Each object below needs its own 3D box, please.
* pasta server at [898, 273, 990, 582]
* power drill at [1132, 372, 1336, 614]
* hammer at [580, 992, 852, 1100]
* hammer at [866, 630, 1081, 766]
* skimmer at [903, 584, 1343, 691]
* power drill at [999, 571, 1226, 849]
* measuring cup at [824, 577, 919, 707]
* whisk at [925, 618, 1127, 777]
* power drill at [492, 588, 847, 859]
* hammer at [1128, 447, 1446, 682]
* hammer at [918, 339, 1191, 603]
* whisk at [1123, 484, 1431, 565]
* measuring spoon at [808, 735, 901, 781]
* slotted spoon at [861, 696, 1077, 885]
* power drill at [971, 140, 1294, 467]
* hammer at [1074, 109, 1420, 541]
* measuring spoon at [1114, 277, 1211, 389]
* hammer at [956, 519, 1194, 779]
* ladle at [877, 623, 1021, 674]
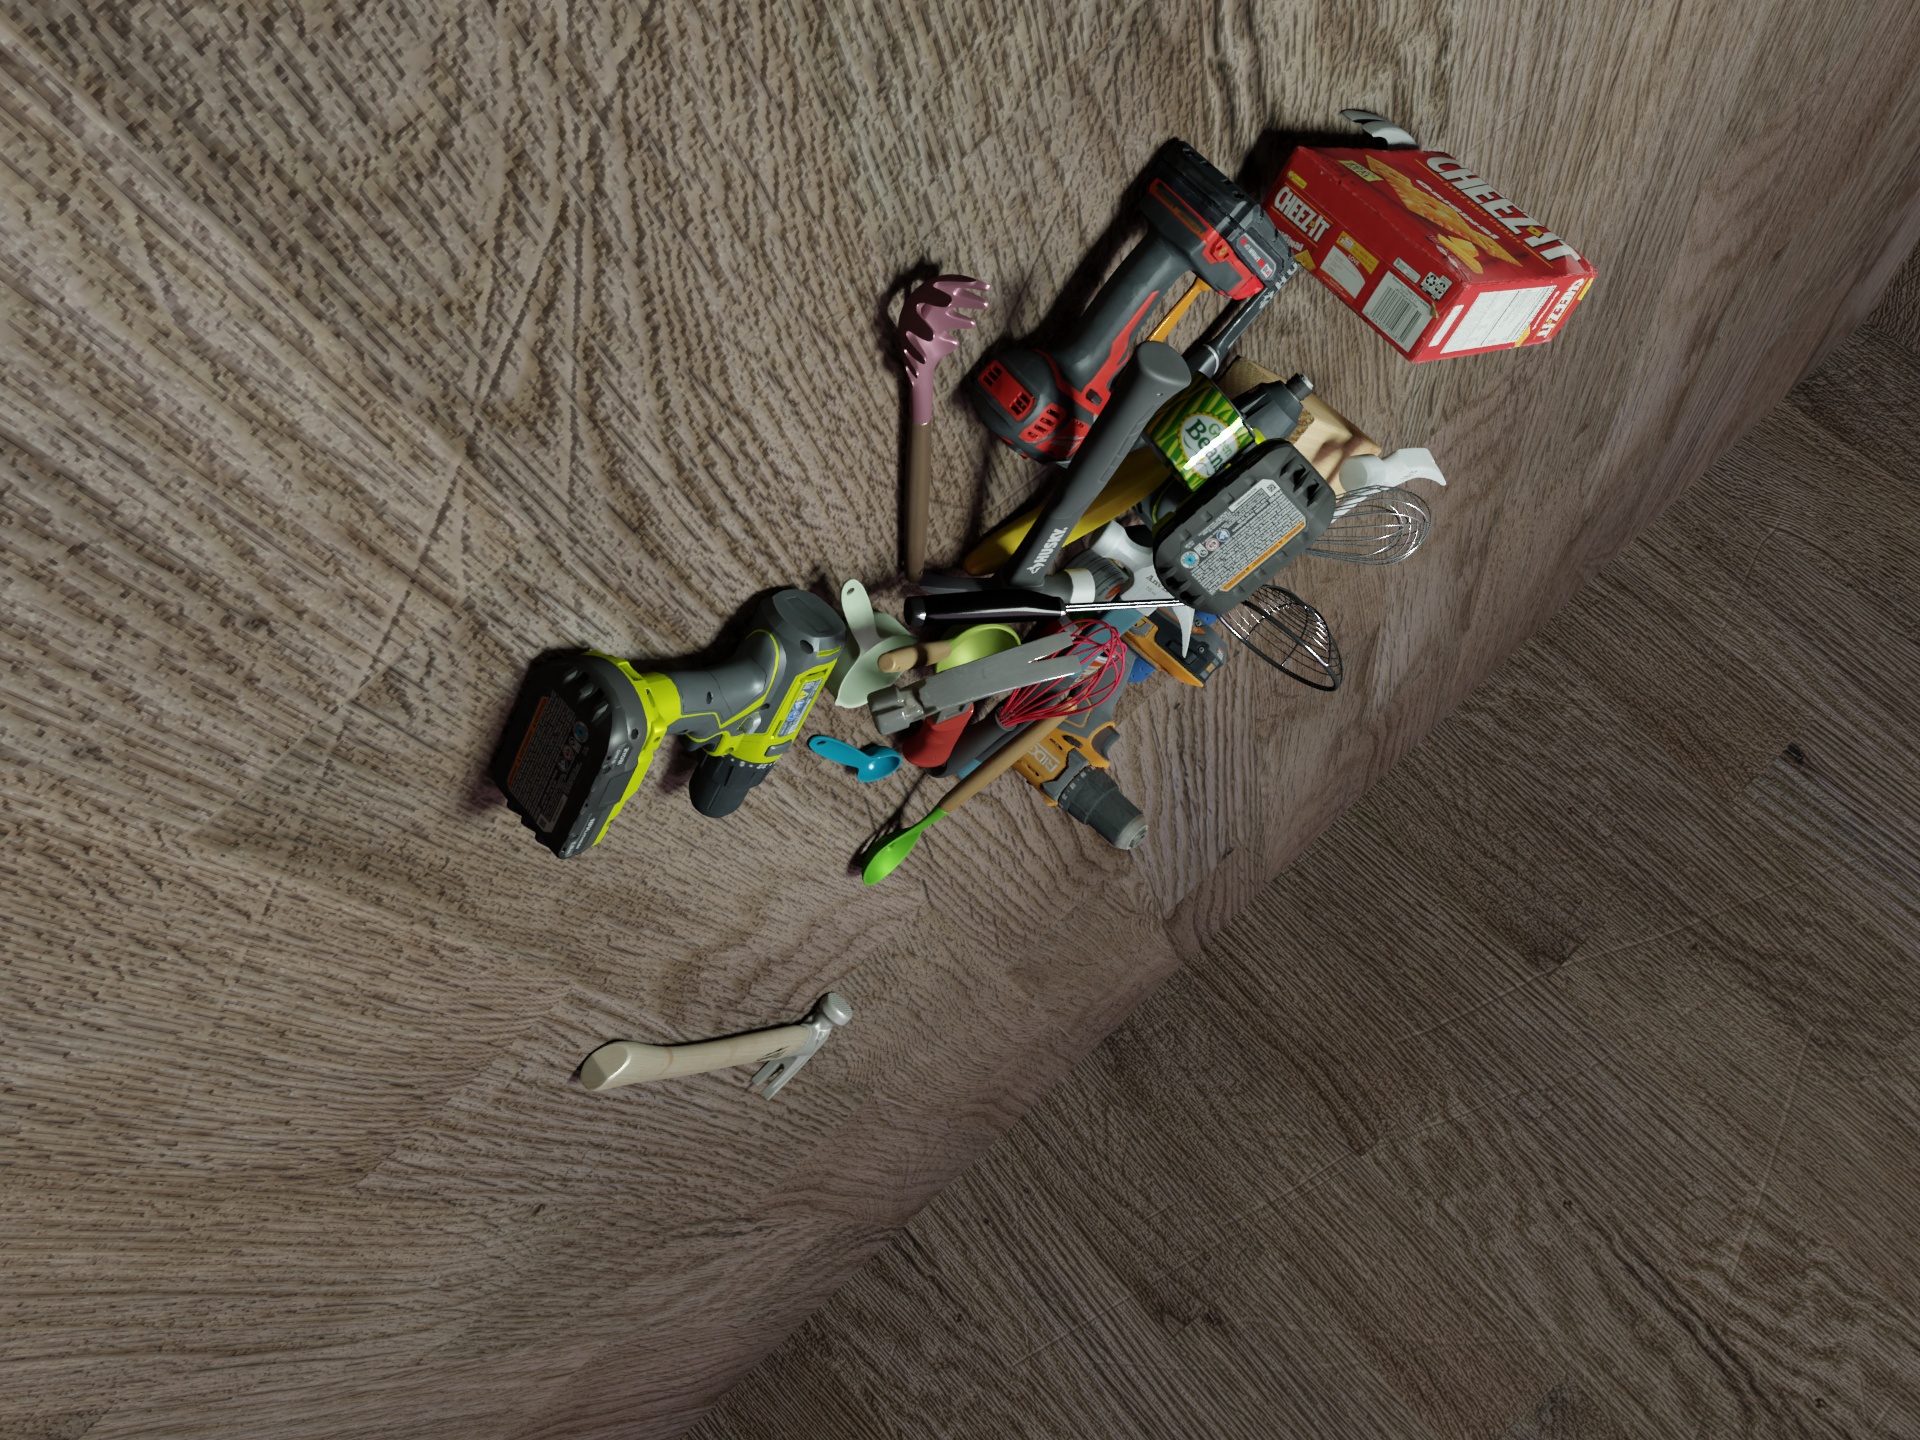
[{"bbox_3d":[-0.022,-0.181,1.061,0.060,0.040,0.316,-47,163,-24],"label":"pasta server"},{"bbox_3d":[0.212,-0.184,1.228,0.171,0.080,0.223,-40,-162,20],"label":"power drill"},{"bbox_3d":[-0.257,0.349,1.628,0.146,0.038,0.410,-47,158,12],"label":"hammer"},{"bbox_3d":[-0.002,-0.004,1.263,0.149,0.037,0.359,-17,174,-6],"label":"hammer"},{"bbox_3d":[0.130,-0.060,1.232,0.363,0.127,0.090,-3,103,-21],"label":"skimmer"},{"bbox_3d":[0.154,-0.007,1.504,0.226,0.185,0.084,-49,160,6],"label":"power drill"},{"bbox_3d":[-0.079,-0.069,1.170,0.083,0.038,0.167,-39,156,-12],"label":"measuring cup"},{"bbox_3d":[0.050,-0.010,1.387,0.073,0.073,0.296,-25,173,-40],"label":"whisk"},{"bbox_3d":[-0.192,0.012,1.065,0.228,0.080,0.190,-20,148,-52],"label":"power drill"},{"bbox_3d":[0.288,-0.141,1.515,0.144,0.035,0.405,-15,164,-39],"label":"hammer"},{"bbox_3d":[0.074,-0.157,1.115,0.146,0.035,0.334,-6,159,-19],"label":"hammer"},{"bbox_3d":[0.255,-0.160,1.353,0.070,0.285,0.070,2,87,-63],"label":"whisk"},{"bbox_3d":[-0.094,0.024,1.349,0.042,0.021,0.128,-34,153,17],"label":"measuring spoon"},{"bbox_3d":[0.002,0.066,1.487,0.313,0.031,0.070,-41,166,36],"label":"slotted spoon"},{"bbox_3d":[0.122,-0.268,1.110,0.226,0.080,0.187,-47,159,15],"label":"power drill"},{"bbox_3d":[0.209,-0.301,1.256,0.409,0.036,0.149,-49,157,12],"label":"hammer"},{"bbox_3d":[0.157,-0.294,1.206,0.117,0.011,0.021,-51,158,17],"label":"measuring spoon"},{"bbox_3d":[0.085,-0.041,1.411,0.331,0.128,0.033,-45,-162,42],"label":"hammer"},{"bbox_3d":[-0.011,-0.043,1.202,0.078,0.062,0.320,-39,177,12],"label":"ladle"}]
